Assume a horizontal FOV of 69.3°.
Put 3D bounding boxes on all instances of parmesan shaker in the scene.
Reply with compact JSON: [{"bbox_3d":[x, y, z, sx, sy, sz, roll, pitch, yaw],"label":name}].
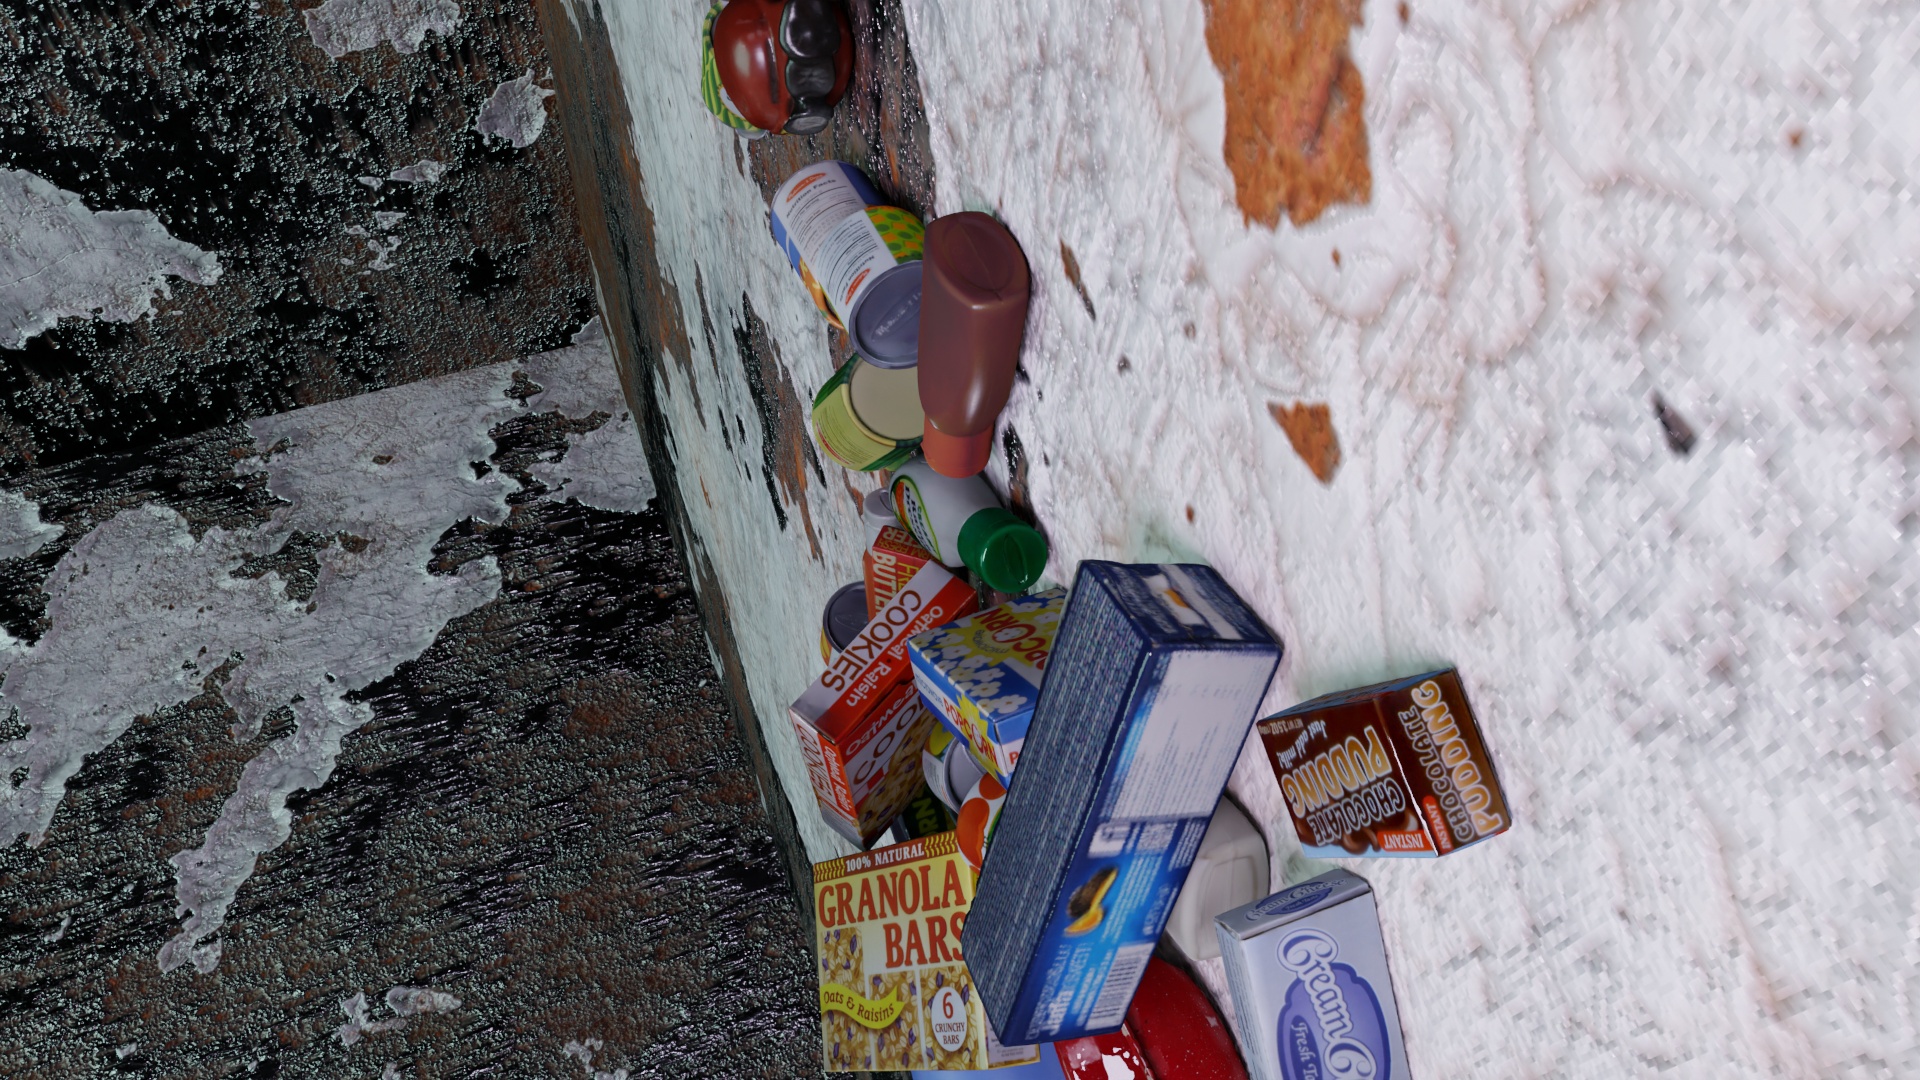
[{"bbox_3d":[-0.045,-0.077,0.820,0.103,0.071,0.071,165,89,-74],"label":"parmesan shaker"}]

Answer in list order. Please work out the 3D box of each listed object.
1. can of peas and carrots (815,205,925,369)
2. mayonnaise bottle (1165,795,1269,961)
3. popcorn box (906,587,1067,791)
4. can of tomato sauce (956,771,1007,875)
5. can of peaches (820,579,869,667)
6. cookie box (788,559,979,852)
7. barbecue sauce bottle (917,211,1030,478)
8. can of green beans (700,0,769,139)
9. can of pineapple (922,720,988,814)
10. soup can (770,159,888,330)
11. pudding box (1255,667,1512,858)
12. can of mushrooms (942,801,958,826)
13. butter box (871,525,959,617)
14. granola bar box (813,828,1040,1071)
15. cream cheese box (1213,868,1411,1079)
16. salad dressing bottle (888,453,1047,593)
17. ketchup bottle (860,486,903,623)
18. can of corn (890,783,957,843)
[{"bbox_3d":[-0.035,-0.132,0.730,0.070,0.071,0.059,90,158,-45],"label":"can of peas and carrots"},{"bbox_3d":[0.081,0.117,0.617,0.148,0.041,0.064,-135,39,-59],"label":"mayonnaise bottle"},{"bbox_3d":[0.035,0.065,0.643,0.127,0.085,0.038,-148,43,-67],"label":"popcorn box"},{"bbox_3d":[0.045,0.153,0.697,0.083,0.071,0.071,15,121,58],"label":"can of tomato sauce"},{"bbox_3d":[-0.073,0.069,1.066,0.057,0.071,0.071,109,142,-65],"label":"can of peaches"},{"bbox_3d":[-0.038,0.104,0.834,0.040,0.123,0.166,33,154,21],"label":"cookie box"},{"bbox_3d":[0.002,-0.088,0.683,0.147,0.044,0.065,97,153,-56],"label":"barbecue sauce bottle"},{"bbox_3d":[-0.132,-0.305,0.888,0.057,0.071,0.071,120,132,-68],"label":"can of green beans"},{"bbox_3d":[0.017,0.130,0.814,0.058,0.071,0.071,179,75,-76],"label":"can of pineapple"},{"bbox_3d":[-0.063,-0.166,0.793,0.071,0.071,0.084,90,158,-44],"label":"soup can"},{"bbox_3d":[0.128,0.071,0.429,0.083,0.030,0.049,136,116,-73],"label":"pudding box"},{"bbox_3d":[0.005,0.160,0.940,0.071,0.033,0.071,164,89,-74],"label":"can of mushrooms"},{"bbox_3d":[-0.028,0.038,0.897,0.103,0.053,0.024,90,-159,-45],"label":"butter box"},{"bbox_3d":[-0.024,0.236,0.792,0.165,0.039,0.124,-27,62,49],"label":"granola bar box"},{"bbox_3d":[0.127,0.175,0.493,0.024,0.053,0.103,-163,59,-74],"label":"cream cheese box"},{"bbox_3d":[0.003,-0.010,0.758,0.148,0.044,0.064,36,146,65],"label":"salad dressing bottle"},{"bbox_3d":[-0.044,0.032,0.964,0.065,0.043,0.148,-125,24,-48],"label":"ketchup bottle"},{"bbox_3d":[-0.021,0.194,1.020,0.071,0.058,0.071,165,89,-74],"label":"can of corn"}]
